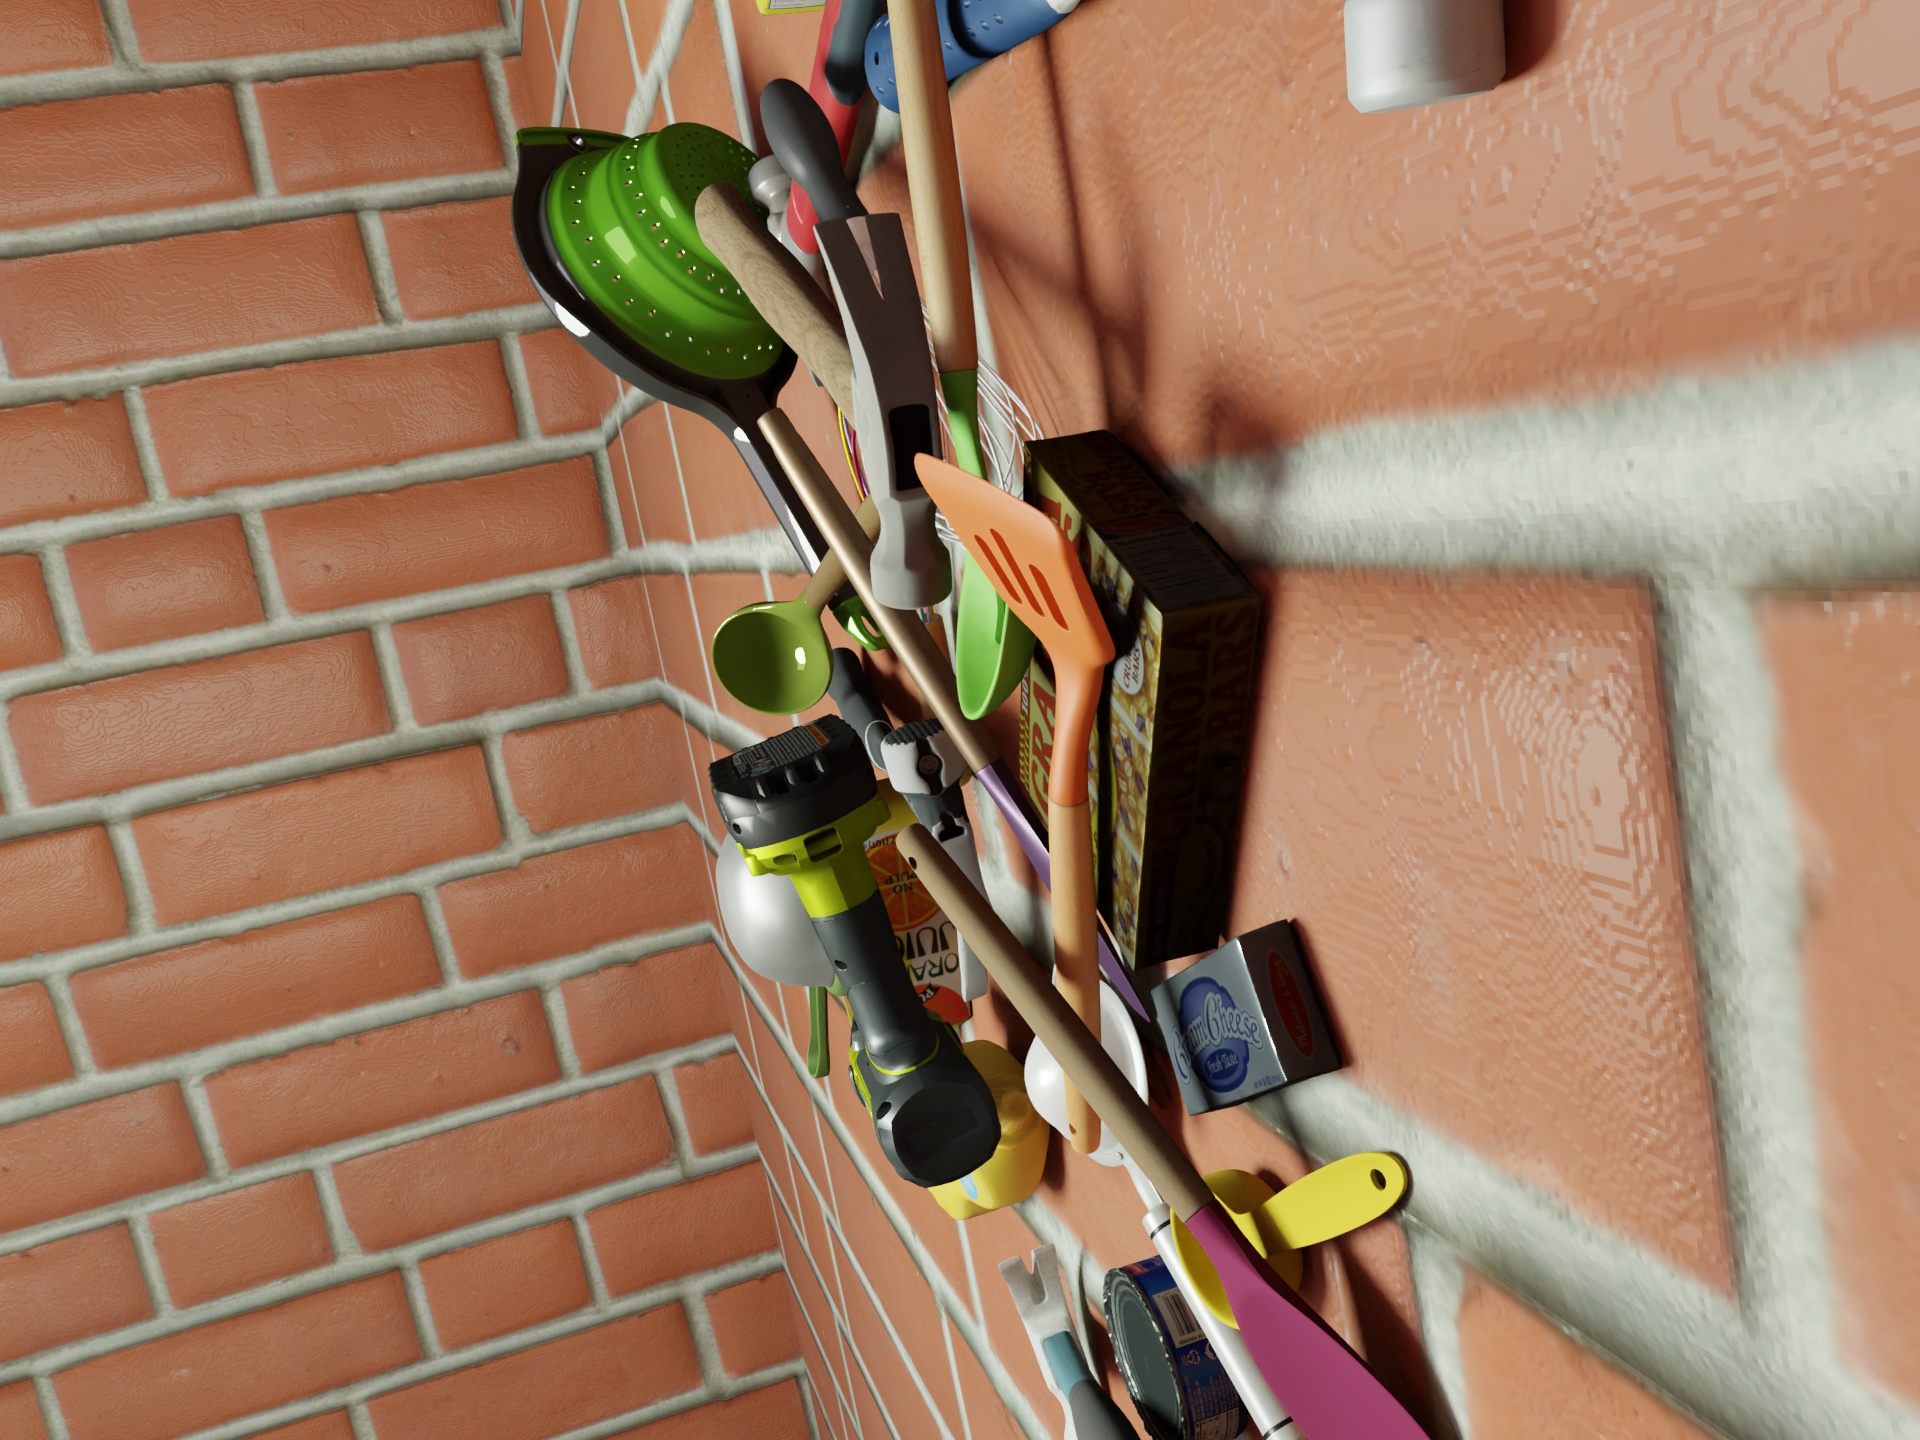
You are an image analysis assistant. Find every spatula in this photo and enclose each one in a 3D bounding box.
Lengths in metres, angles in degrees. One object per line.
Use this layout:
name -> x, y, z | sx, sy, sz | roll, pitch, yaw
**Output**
spatula -> 0.034, 0.051, 0.594 | 0.081, 0.041, 0.322 | 35, 140, 45
spatula -> -0.001, -0.002, 0.702 | 0.316, 0.018, 0.060 | 58, 176, 1

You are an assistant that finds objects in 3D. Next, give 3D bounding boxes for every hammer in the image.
hammer -> -0.069, -0.178, 0.683 | 0.332, 0.031, 0.130 | -123, 25, -53
hammer -> -0.039, 0.024, 0.930 | 0.409, 0.036, 0.149 | -129, 22, -71
hammer -> -0.053, -0.307, 0.771 | 0.386, 0.038, 0.143 | 130, 125, -71
hammer -> 0.066, 0.339, 0.773 | 0.331, 0.033, 0.128 | 113, 136, -80
hammer -> 0.036, -0.248, 0.506 | 0.406, 0.035, 0.144 | -144, 43, -67

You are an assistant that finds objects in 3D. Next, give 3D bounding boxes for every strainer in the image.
strainer -> -0.121, 0.152, 1.049 | 0.152, 0.069, 0.256 | -122, 26, -49
strainer -> 0.084, 0.209, 0.689 | 0.259, 0.050, 0.086 | 58, 143, 35

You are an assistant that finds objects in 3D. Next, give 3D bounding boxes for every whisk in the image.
whisk -> -0.032, -0.188, 0.708 | 0.070, 0.070, 0.285 | 105, 145, -60
whisk -> -0.021, -0.074, 0.851 | 0.051, 0.047, 0.244 | -126, 23, -64

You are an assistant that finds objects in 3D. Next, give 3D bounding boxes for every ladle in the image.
ladle -> -0.080, -0.066, 0.880 | 0.062, 0.078, 0.320 | -61, 9, -19

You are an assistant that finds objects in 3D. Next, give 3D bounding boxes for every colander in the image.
colander -> -0.124, -0.230, 0.982 | 0.094, 0.204, 0.397 | -35, 82, 37

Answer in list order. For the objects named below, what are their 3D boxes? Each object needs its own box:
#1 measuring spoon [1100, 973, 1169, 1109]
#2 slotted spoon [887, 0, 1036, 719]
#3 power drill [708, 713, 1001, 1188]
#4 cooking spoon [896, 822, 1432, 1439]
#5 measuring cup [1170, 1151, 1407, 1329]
measuring spoon -> 0.069, 0.140, 0.749 | 0.117, 0.011, 0.021 | -121, 24, -50
slotted spoon -> -0.003, -0.157, 0.595 | 0.070, 0.031, 0.313 | -157, 59, -74
power drill -> -0.057, 0.118, 0.858 | 0.191, 0.080, 0.228 | -149, 37, -76
cooking spoon -> 0.072, 0.159, 0.588 | 0.319, 0.017, 0.068 | 50, 148, 21
measuring cup -> 0.125, 0.179, 0.577 | 0.062, 0.029, 0.156 | 67, 150, 21
